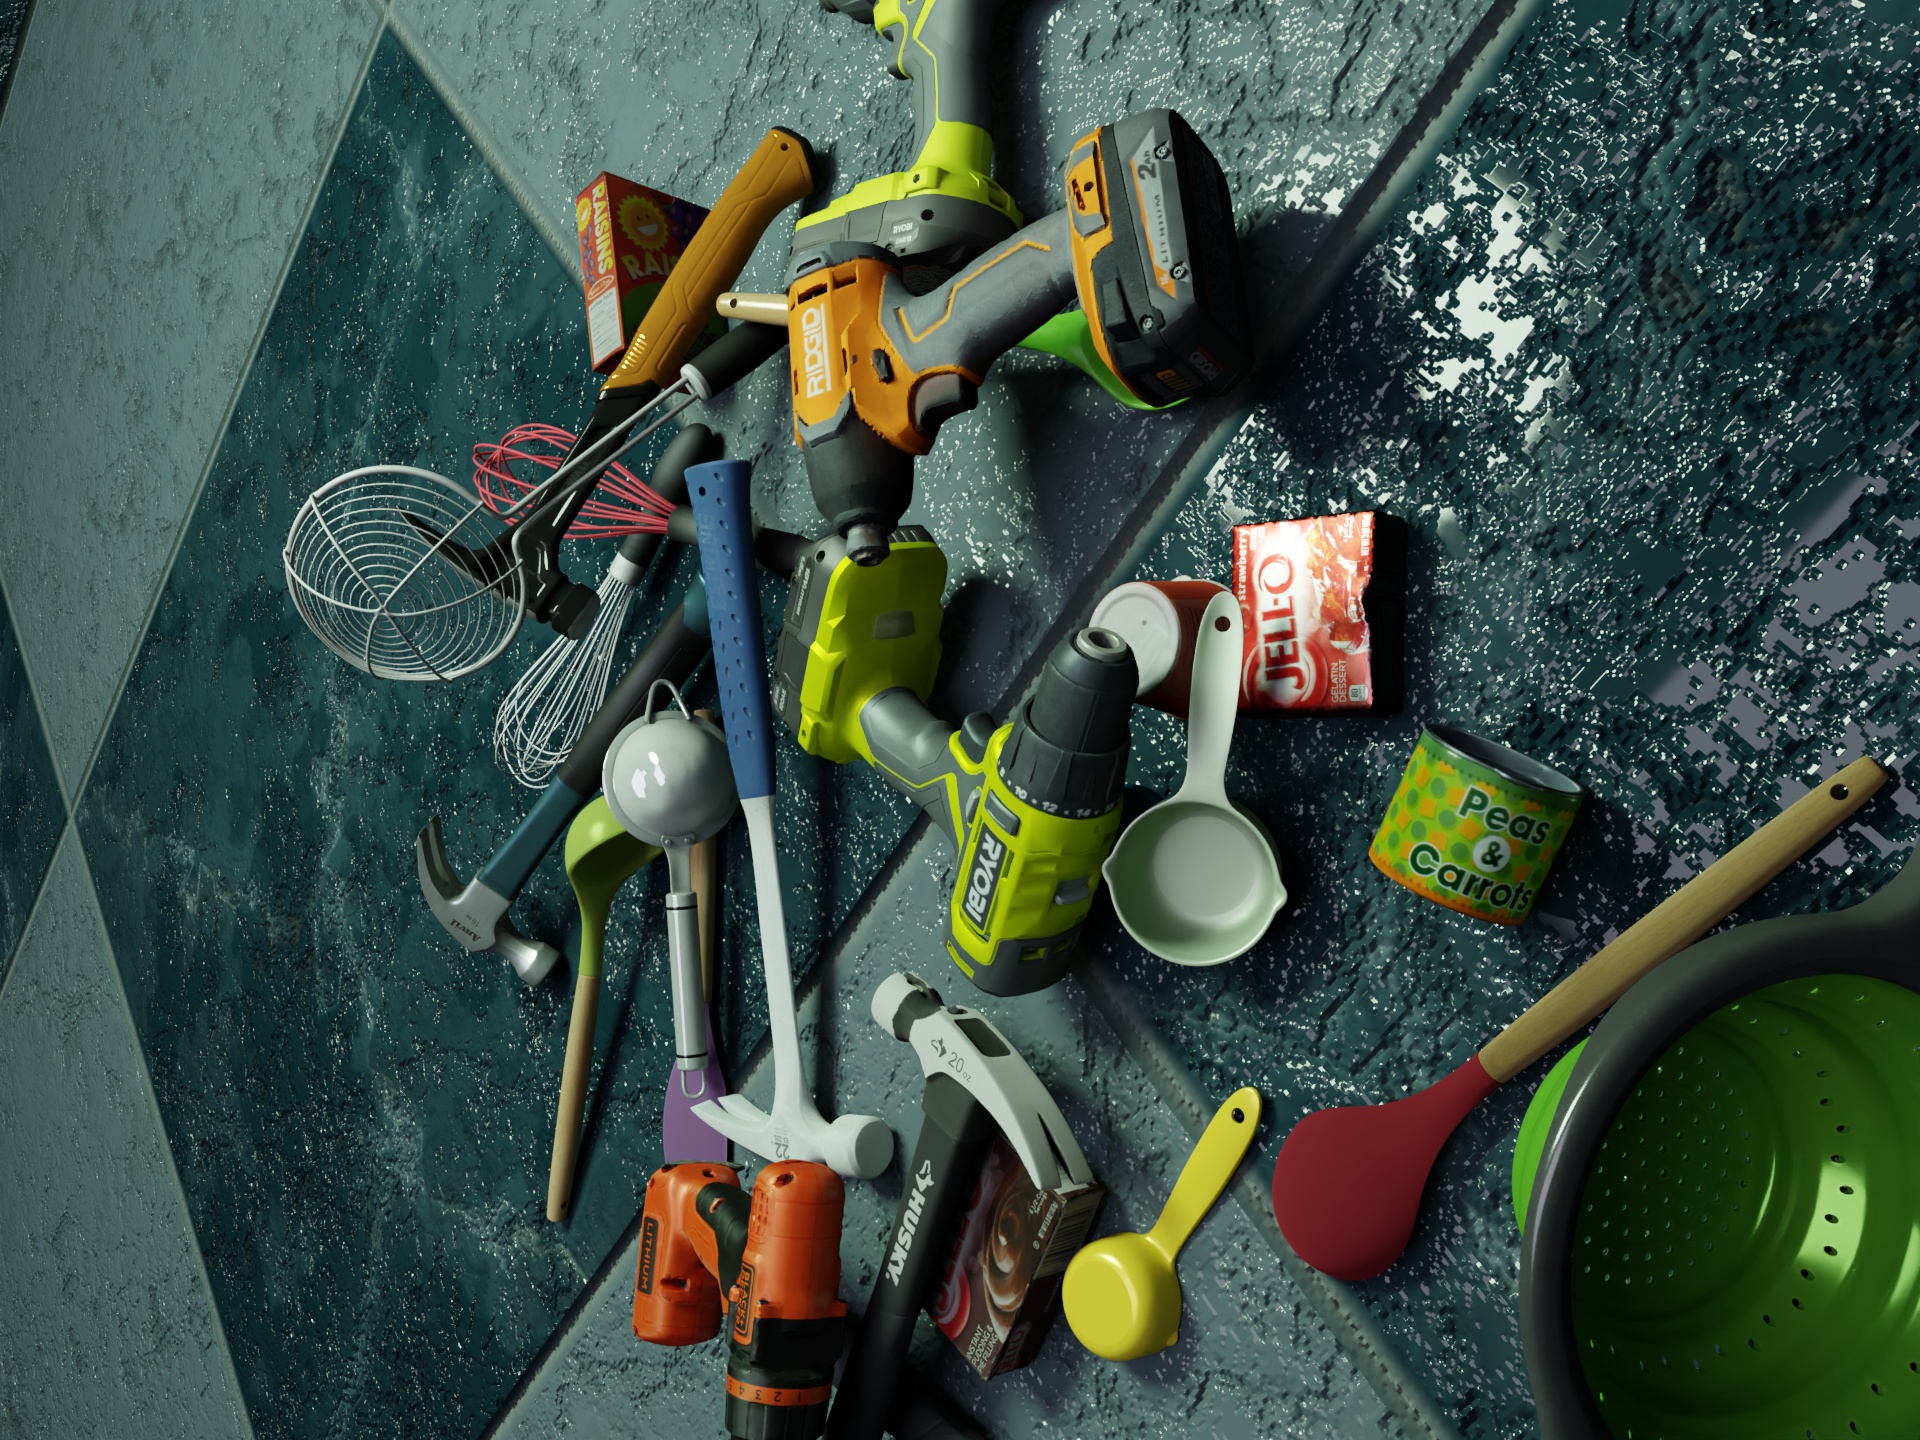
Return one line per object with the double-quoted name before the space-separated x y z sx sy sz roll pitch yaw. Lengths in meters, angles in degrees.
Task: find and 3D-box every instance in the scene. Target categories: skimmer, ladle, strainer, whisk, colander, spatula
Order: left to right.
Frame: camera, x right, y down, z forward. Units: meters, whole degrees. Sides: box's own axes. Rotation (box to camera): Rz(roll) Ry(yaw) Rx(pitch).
"skimmer" -0.208 -0.158 0.904 0.090 0.363 0.127 12 139 54
"ladle" -0.239 0.195 1.046 0.062 0.078 0.320 23 109 36
"whisk" -0.236 -0.074 1.068 0.070 0.070 0.284 45 111 36
"whisk" -0.190 -0.127 0.987 0.296 0.073 0.073 19 100 25
"strainer" -0.169 0.102 0.971 0.050 0.087 0.258 173 93 -69
"spatula" -0.165 0.151 1.002 0.060 0.018 0.316 -2 85 39
"ladle" 0.229 0.123 0.625 0.315 0.031 0.069 -49 55 27
"colander" 0.287 0.086 0.525 0.397 0.204 0.094 -65 12 -3

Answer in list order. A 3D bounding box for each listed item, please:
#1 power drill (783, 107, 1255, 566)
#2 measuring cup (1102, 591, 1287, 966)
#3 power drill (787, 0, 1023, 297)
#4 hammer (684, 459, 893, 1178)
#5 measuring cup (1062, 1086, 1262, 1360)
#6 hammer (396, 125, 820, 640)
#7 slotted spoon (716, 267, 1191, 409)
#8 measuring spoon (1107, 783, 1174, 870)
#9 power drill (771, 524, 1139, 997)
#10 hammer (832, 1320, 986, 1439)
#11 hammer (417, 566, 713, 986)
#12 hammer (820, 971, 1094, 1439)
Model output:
"power drill" 0.017 -0.172 0.749 0.226 0.084 0.164 -15 71 29
"measuring cup" 0.112 0.025 0.716 0.083 0.038 0.167 7 97 16
"power drill" -0.026 -0.345 0.879 0.171 0.080 0.223 2 84 43
"hammer" -0.120 0.055 0.919 0.144 0.035 0.405 -7 90 44
"measuring cup" 0.094 0.233 0.738 0.062 0.029 0.156 42 116 38
"hammer" -0.193 -0.219 0.954 0.127 0.034 0.337 31 82 0
"slotted spoon" -0.001 -0.206 0.826 0.314 0.031 0.070 13 92 29
"measuring spoon" 0.063 0.061 0.799 0.128 0.021 0.042 -22 76 50
"power drill" -0.001 -0.003 0.788 0.229 0.080 0.190 47 134 40
"hammer" 0.017 0.378 0.796 0.409 0.036 0.149 20 99 43
"hammer" -0.246 0.033 1.050 0.331 0.128 0.033 -49 11 21
"hammer" -0.033 0.308 0.798 0.146 0.035 0.334 31 109 46
